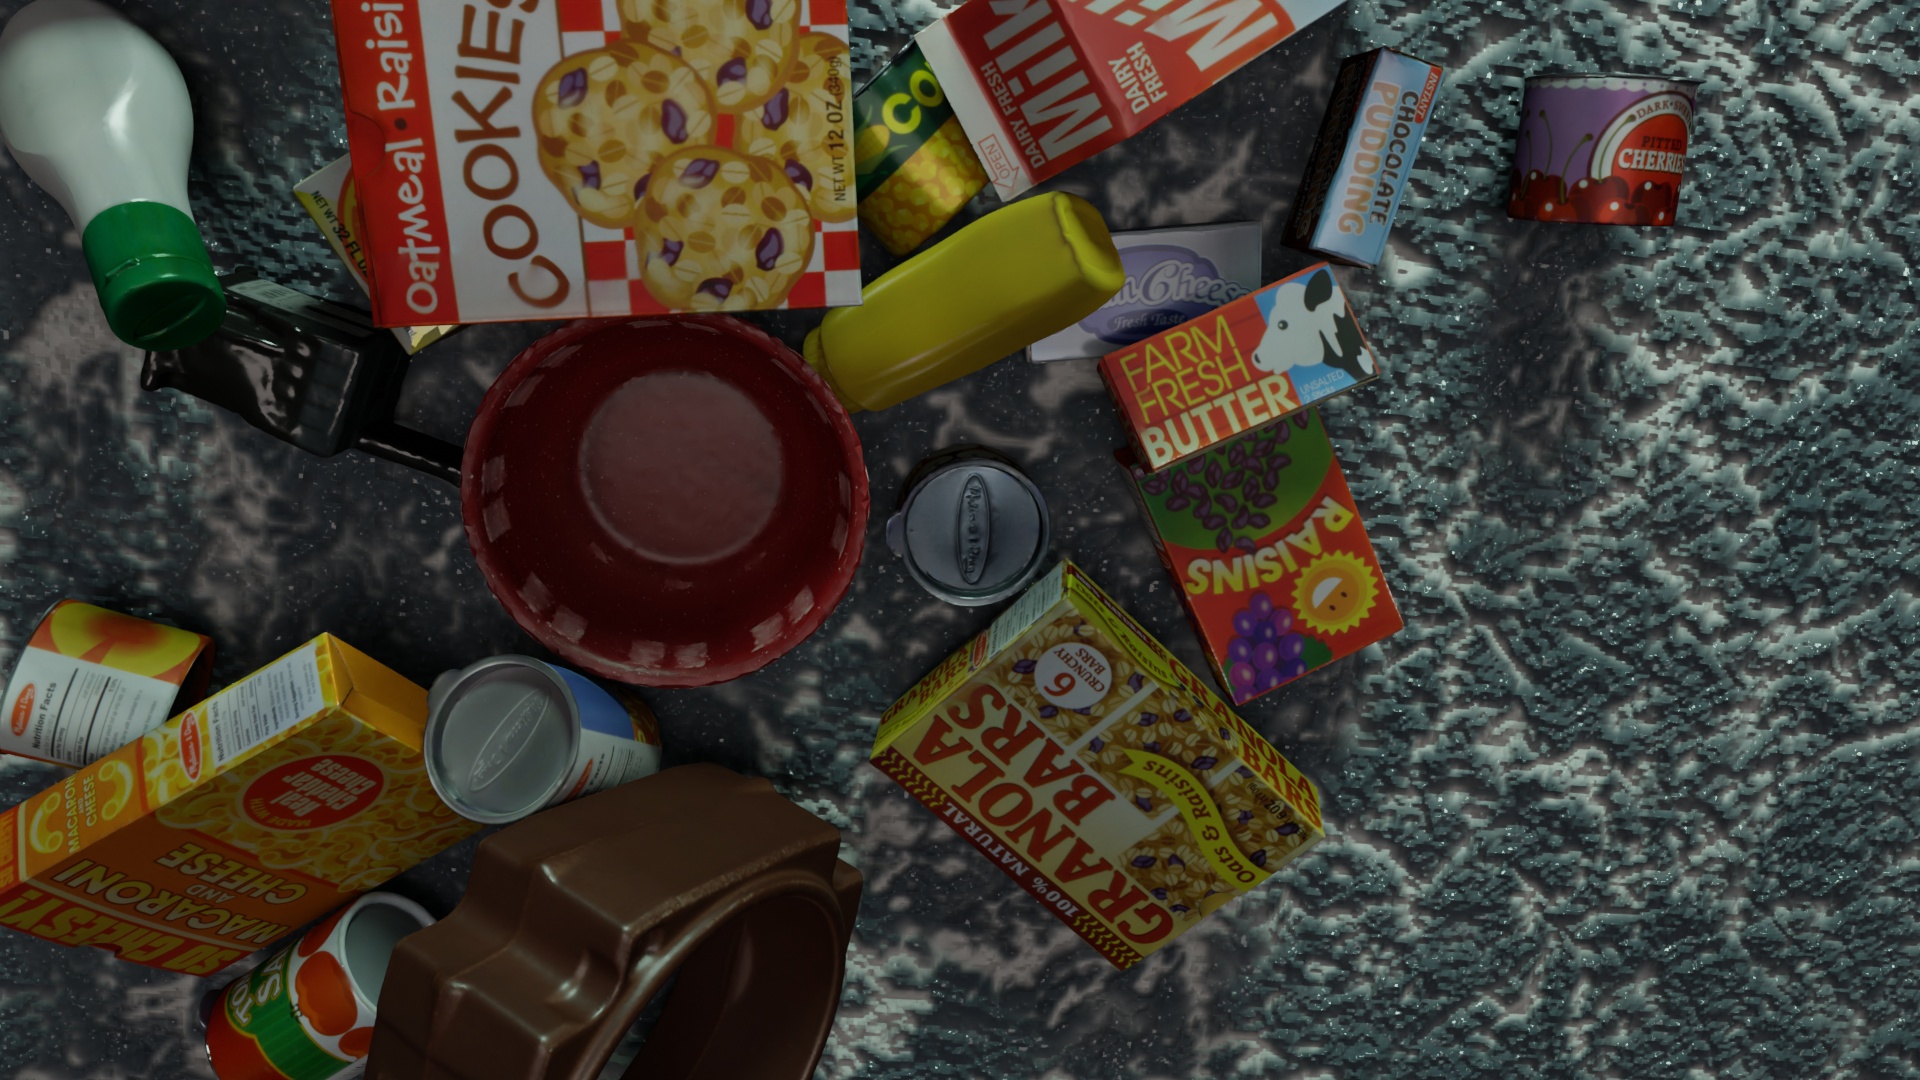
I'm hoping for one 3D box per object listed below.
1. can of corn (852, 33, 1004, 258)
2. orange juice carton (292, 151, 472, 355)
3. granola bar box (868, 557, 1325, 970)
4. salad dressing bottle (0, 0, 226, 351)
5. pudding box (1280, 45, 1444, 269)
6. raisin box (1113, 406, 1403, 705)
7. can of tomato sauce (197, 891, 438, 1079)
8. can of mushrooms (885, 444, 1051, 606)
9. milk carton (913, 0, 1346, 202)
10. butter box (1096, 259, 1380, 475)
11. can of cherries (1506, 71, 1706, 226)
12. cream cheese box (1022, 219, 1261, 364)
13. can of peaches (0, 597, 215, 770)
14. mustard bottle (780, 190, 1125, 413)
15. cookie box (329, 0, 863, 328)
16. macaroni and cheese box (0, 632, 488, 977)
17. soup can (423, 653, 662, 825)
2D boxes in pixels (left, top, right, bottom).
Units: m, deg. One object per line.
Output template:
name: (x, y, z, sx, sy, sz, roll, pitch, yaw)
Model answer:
can of corn: (-0.020, -0.155, 0.547, 0.071, 0.071, 0.058, -43, 105, 6)
orange juice carton: (-0.144, -0.153, 0.534, 0.193, 0.073, 0.071, -30, 105, 2)
granola bar box: (0.061, 0.106, 0.623, 0.165, 0.039, 0.124, 42, 114, -14)
salad dressing bottle: (-0.302, -0.132, 0.497, 0.064, 0.044, 0.148, -32, 66, 1)
pudding box: (0.165, -0.157, 0.574, 0.030, 0.050, 0.083, 15, 103, -8)
raisin box: (0.132, 0.000, 0.618, 0.086, 0.040, 0.123, -26, 104, 1)
can of tomato sauce: (-0.276, 0.201, 0.610, 0.083, 0.071, 0.071, -34, 106, 14)
can of mushrooms: (0.002, -0.008, 0.607, 0.071, 0.033, 0.070, -1, 106, -5)
milk carton: (0.079, -0.207, 0.525, 0.191, 0.073, 0.072, -33, 105, -7)
butter box: (0.113, -0.070, 0.572, 0.103, 0.024, 0.053, -23, 86, 1)
can of cherries: (0.265, -0.160, 0.572, 0.071, 0.071, 0.058, 2, 105, -6)
cream cheese box: (0.076, -0.106, 0.592, 0.104, 0.024, 0.053, -5, 105, -4)
can of peaches: (-0.350, 0.062, 0.574, 0.058, 0.071, 0.071, 18, 103, -15)
mustard bottle: (-0.015, -0.087, 0.560, 0.160, 0.065, 0.049, -22, 85, 27)
cookie box: (-0.120, -0.140, 0.480, 0.168, 0.040, 0.122, -3, 105, -5)
macaroni and cheese box: (-0.289, 0.115, 0.572, 0.166, 0.040, 0.123, -29, 146, 3)
soup can: (-0.173, 0.084, 0.579, 0.071, 0.083, 0.071, -3, 76, 10)
